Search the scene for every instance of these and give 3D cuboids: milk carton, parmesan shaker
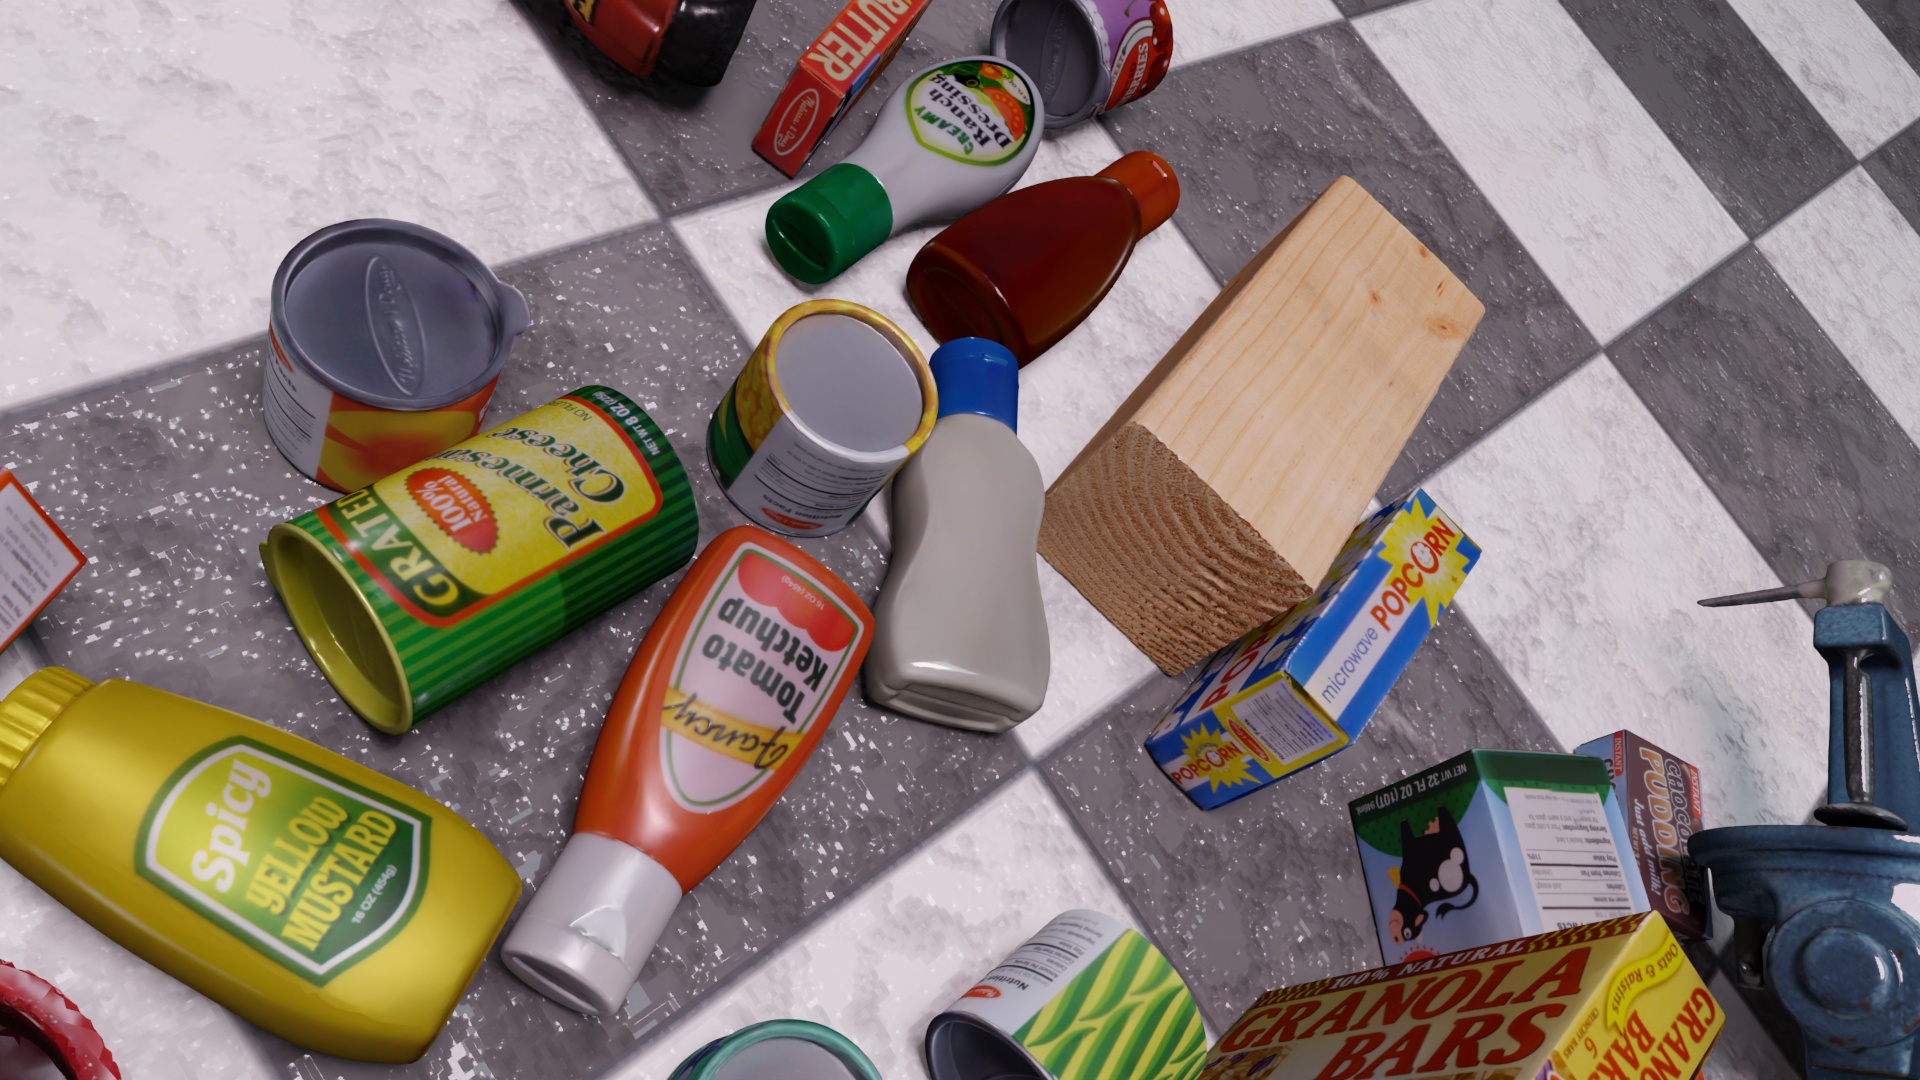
[{"bbox_3d":[0.213,0.179,0.511,0.073,0.072,0.191,8,60,-26],"label":"milk carton"},{"bbox_3d":[-0.139,0.001,0.411,0.103,0.071,0.071,-35,85,-38],"label":"parmesan shaker"}]

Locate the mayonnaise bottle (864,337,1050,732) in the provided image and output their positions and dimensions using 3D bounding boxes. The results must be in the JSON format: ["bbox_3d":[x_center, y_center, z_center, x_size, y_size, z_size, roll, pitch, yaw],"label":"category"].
[{"bbox_3d":[0.002,-0.006,0.512,0.065,0.041,0.149,18,56,-22],"label":"mayonnaise bottle"}]

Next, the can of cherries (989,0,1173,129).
[{"bbox_3d":[0.059,-0.230,0.651,0.059,0.071,0.071,-31,82,-39],"label":"can of cherries"}]

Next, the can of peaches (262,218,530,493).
[{"bbox_3d":[-0.174,-0.054,0.426,0.071,0.057,0.071,14,57,-23],"label":"can of peaches"}]

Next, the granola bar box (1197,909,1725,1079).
[{"bbox_3d":[0.117,0.170,0.401,0.125,0.164,0.039,-29,84,-38],"label":"granola bar box"}]

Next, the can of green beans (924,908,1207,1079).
[{"bbox_3d":[0.032,0.156,0.423,0.058,0.071,0.071,-29,81,-38],"label":"can of green beans"}]

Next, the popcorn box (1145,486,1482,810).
[{"bbox_3d":[0.136,0.041,0.534,0.038,0.085,0.127,47,52,2],"label":"popcorn box"}]

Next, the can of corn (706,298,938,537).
[{"bbox_3d":[-0.049,-0.045,0.492,0.071,0.058,0.071,14,59,-24],"label":"can of corn"}]

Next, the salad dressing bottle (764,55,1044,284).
[{"bbox_3d":[-0.021,-0.154,0.578,0.064,0.043,0.148,44,52,1],"label":"salad dressing bottle"}]

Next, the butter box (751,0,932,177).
[{"bbox_3d":[-0.047,-0.202,0.583,0.024,0.053,0.104,37,52,-10],"label":"butter box"}]

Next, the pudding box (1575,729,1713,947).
[{"bbox_3d":[0.301,0.132,0.613,0.049,0.030,0.084,28,54,-15],"label":"pudding box"}]

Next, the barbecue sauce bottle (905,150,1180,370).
[{"bbox_3d":[0.044,-0.128,0.601,0.065,0.043,0.149,48,51,1],"label":"barbecue sauce bottle"}]

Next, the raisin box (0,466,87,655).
[{"bbox_3d":[-0.280,0.030,0.310,0.086,0.039,0.124,14,52,12],"label":"raisin box"}]

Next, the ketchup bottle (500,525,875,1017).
[{"bbox_3d":[-0.082,0.067,0.421,0.064,0.043,0.149,38,52,-14],"label":"ketchup bottle"}]

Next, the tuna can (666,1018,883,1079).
[{"bbox_3d":[-0.051,0.169,0.389,0.071,0.032,0.071,13,59,-23],"label":"tuna can"}]

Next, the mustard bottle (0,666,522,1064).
[{"bbox_3d":[-0.194,0.073,0.349,0.160,0.048,0.066,31,50,-12],"label":"mustard bottle"}]
